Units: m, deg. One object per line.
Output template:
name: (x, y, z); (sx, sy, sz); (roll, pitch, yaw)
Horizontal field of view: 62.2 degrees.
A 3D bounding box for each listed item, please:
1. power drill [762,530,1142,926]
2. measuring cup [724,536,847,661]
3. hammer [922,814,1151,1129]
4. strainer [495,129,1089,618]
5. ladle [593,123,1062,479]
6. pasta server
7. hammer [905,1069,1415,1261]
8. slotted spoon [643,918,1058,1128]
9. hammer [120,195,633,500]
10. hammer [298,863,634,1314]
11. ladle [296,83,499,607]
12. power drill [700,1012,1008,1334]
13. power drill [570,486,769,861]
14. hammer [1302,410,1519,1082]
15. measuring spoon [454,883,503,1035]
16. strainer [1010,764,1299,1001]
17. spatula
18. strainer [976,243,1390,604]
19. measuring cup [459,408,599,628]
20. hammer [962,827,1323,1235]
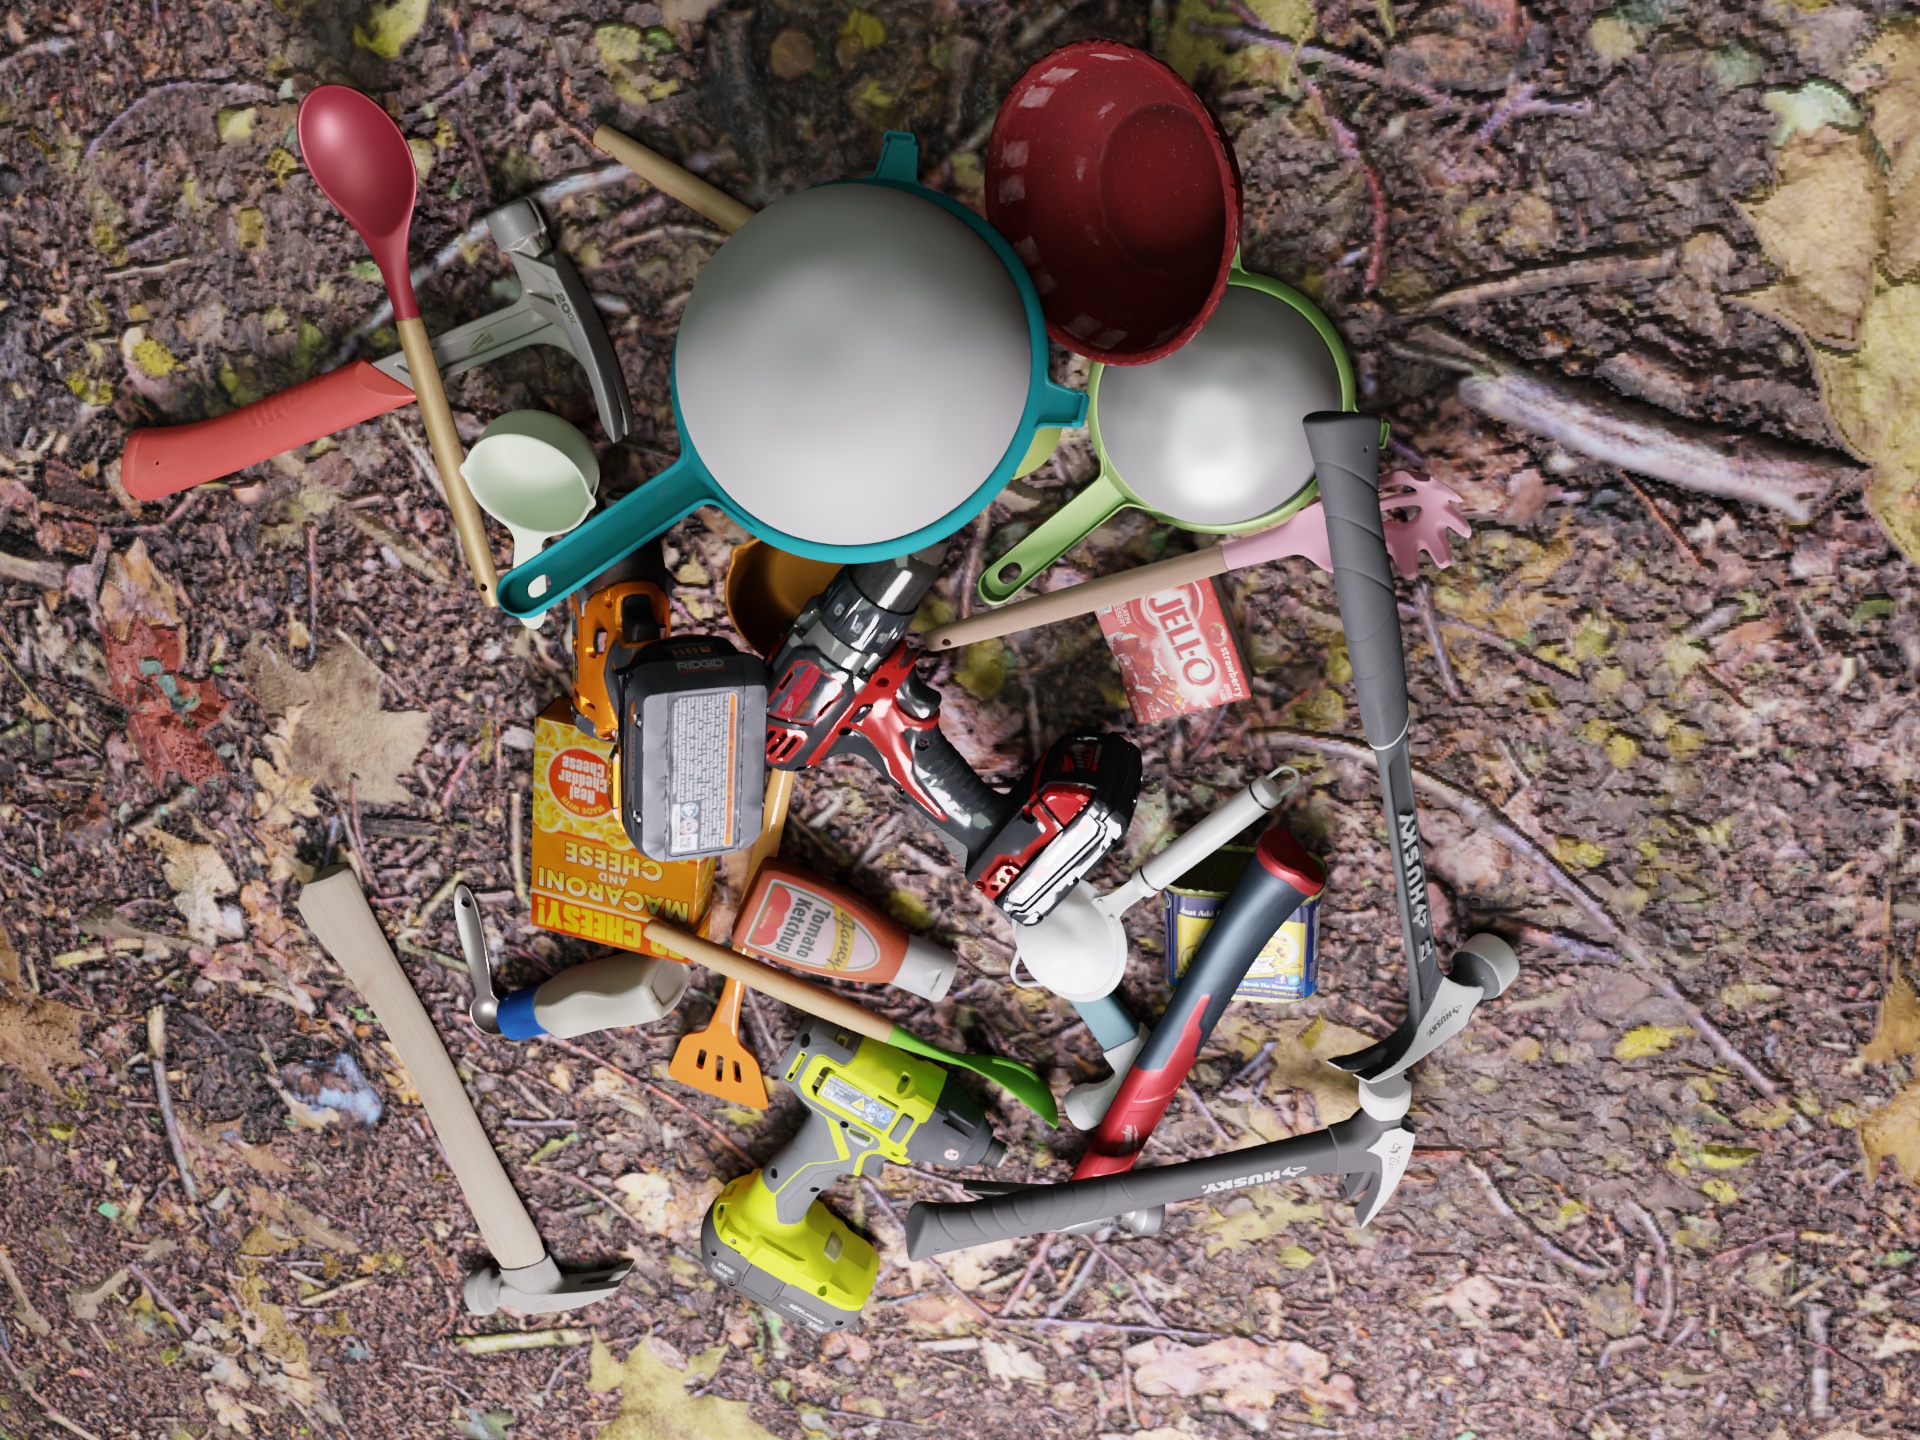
power drill: (-0.001, -0.003, 0.931); (0.226, 0.080, 0.187); (34, 122, -8)
measuring cup: (-0.069, -0.110, 0.962); (0.095, 0.052, 0.173); (41, 115, -6)
hammer: (0.041, 0.125, 1.051); (0.128, 0.033, 0.331); (-31, 103, 25)
strainer: (-0.117, -0.158, 0.830); (0.340, 0.095, 0.211); (-33, 82, 6)
ladle: (-0.079, -0.242, 0.901); (0.320, 0.078, 0.062); (32, 76, 3)
pasta server: (0.123, -0.081, 0.899); (0.316, 0.040, 0.060); (-15, 122, 19)
hammer: (0.128, 0.306, 1.037); (0.335, 0.035, 0.146); (-11, 133, -1)
slotted spoon: (-0.071, 0.204, 1.091); (0.313, 0.070, 0.031); (24, 82, -4)
hammer: (-0.385, -0.198, 1.011); (0.359, 0.037, 0.149); (-15, 109, 20)
hammer: (-0.395, 0.293, 1.240); (0.146, 0.038, 0.410); (-13, 110, 18)
ladle: (-0.323, -0.215, 0.953); (0.069, 0.031, 0.315); (-2, 115, 17)
power drill: (-0.081, 0.333, 1.156); (0.171, 0.080, 0.223); (30, 115, 0)
power drill: (-0.183, -0.034, 0.944); (0.084, 0.227, 0.164); (-6, 117, -24)
hammer: (0.233, 0.022, 0.873); (0.036, 0.149, 0.408); (18, 133, 49)
measuring spoon: (-0.358, 0.178, 1.192); (0.034, 0.018, 0.124); (-2, 107, 16)
strainer: (0.106, 0.101, 0.968); (0.258, 0.050, 0.087); (-42, 78, 30)
spatula: (-0.148, 0.148, 1.118); (0.081, 0.041, 0.322); (18, 113, 6)
strainer: (0.101, -0.137, 0.893); (0.256, 0.069, 0.151); (-37, 101, 24)
measuring cup: (-0.264, -0.124, 0.995); (0.083, 0.038, 0.167); (14, 139, -3)
hammer: (0.116, 0.209, 0.999); (0.143, 0.038, 0.386); (8, 131, -14)
